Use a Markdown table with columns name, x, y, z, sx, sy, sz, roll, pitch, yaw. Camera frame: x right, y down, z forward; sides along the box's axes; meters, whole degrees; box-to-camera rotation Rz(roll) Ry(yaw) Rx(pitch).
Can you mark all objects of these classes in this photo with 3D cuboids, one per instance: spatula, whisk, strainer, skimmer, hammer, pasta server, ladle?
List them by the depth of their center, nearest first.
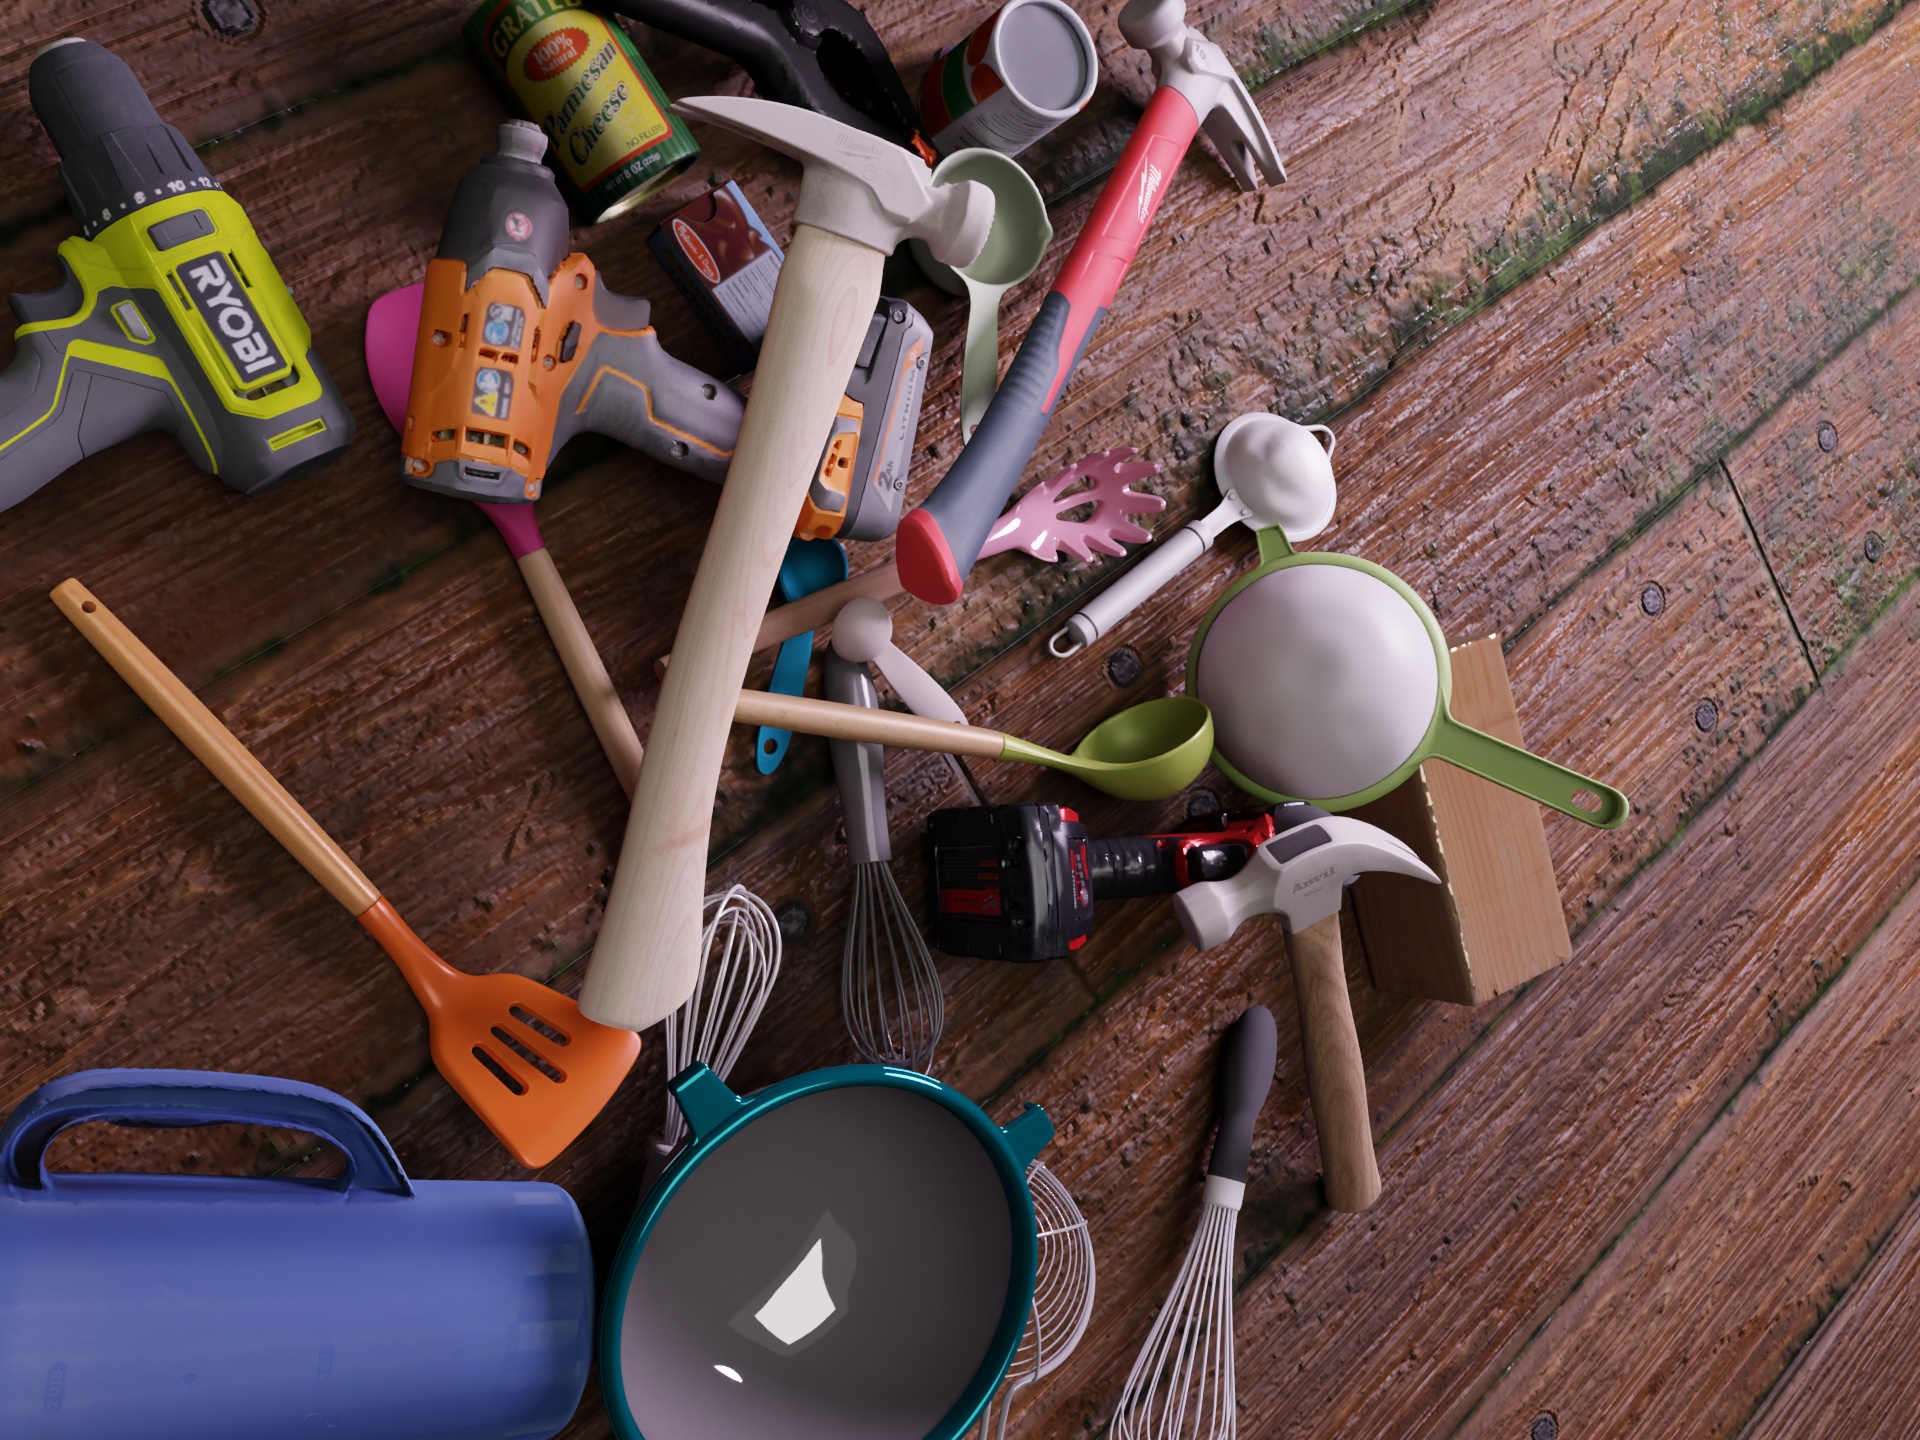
| name | x | y | z | sx | sy | sz | roll | pitch | yaw |
| --- | --- | --- | --- | --- | --- | --- | --- | --- | --- |
| spatula | -0.275 | 0.063 | 0.703 | 0.322 | 0.041 | 0.081 | 51 | 51 | -15 |
| hammer | -0.110 | -0.061 | 0.708 | 0.146 | 0.038 | 0.410 | 15 | 96 | -23 |
| strainer | -0.092 | 0.314 | 0.738 | 0.210 | 0.095 | 0.340 | 15 | 90 | -30 |
| whisk | -0.136 | 0.200 | 0.772 | 0.058 | 0.059 | 0.246 | 12 | 84 | 10 |
| ladle | -0.001 | -0.003 | 0.819 | 0.320 | 0.078 | 0.062 | 9 | 93 | -32 |
| whisk | -0.044 | 0.071 | 0.825 | 0.055 | 0.055 | 0.239 | -6 | 86 | -28 |
| pasta server | -0.018 | -0.079 | 0.835 | 0.316 | 0.040 | 0.060 | -25 | 114 | -32 |
| skimmer | 0.003 | 0.410 | 0.842 | 0.127 | 0.090 | 0.363 | 1 | 97 | -19 |
| hammer | 0.072 | -0.217 | 0.868 | 0.143 | 0.038 | 0.386 | 43 | 63 | -36 |
| hammer | 0.203 | 0.174 | 0.869 | 0.130 | 0.031 | 0.331 | -26 | 132 | -7 |
| strainer | 0.243 | -0.002 | 0.875 | 0.256 | 0.069 | 0.151 | 26 | 93 | 17 |
| whisk | 0.144 | 0.303 | 0.910 | 0.070 | 0.070 | 0.285 | 22 | 73 | -26 |
| strainer | 0.147 | -0.112 | 0.939 | 0.258 | 0.050 | 0.087 | -39 | 90 | -21 |

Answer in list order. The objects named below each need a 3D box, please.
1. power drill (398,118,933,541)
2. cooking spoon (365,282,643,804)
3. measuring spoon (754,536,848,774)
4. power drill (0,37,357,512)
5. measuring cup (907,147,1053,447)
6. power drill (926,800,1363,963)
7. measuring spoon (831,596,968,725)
| name | x | y | z | sx | sy | sz | roll | pitch | yaw |
| --- | --- | --- | --- | --- | --- | --- | --- | --- | --- |
| power drill | -0.132 | -0.171 | 0.736 | 0.226 | 0.084 | 0.164 | 6 | 101 | -27 |
| cooking spoon | -0.196 | -0.056 | 0.764 | 0.069 | 0.017 | 0.319 | -29 | 100 | -28 |
| measuring spoon | -0.091 | -0.036 | 0.823 | 0.042 | 0.021 | 0.128 | 14 | 90 | -39 |
| power drill | -0.387 | -0.153 | 0.635 | 0.228 | 0.080 | 0.190 | -33 | 103 | -28 |
| measuring cup | 0.004 | -0.225 | 0.869 | 0.083 | 0.038 | 0.167 | 4 | 88 | -28 |
| power drill | 0.104 | 0.079 | 0.849 | 0.219 | 0.143 | 0.078 | -2 | 86 | -26 |
| measuring spoon | -0.024 | -0.020 | 0.829 | 0.034 | 0.018 | 0.124 | -51 | 134 | -8 |
